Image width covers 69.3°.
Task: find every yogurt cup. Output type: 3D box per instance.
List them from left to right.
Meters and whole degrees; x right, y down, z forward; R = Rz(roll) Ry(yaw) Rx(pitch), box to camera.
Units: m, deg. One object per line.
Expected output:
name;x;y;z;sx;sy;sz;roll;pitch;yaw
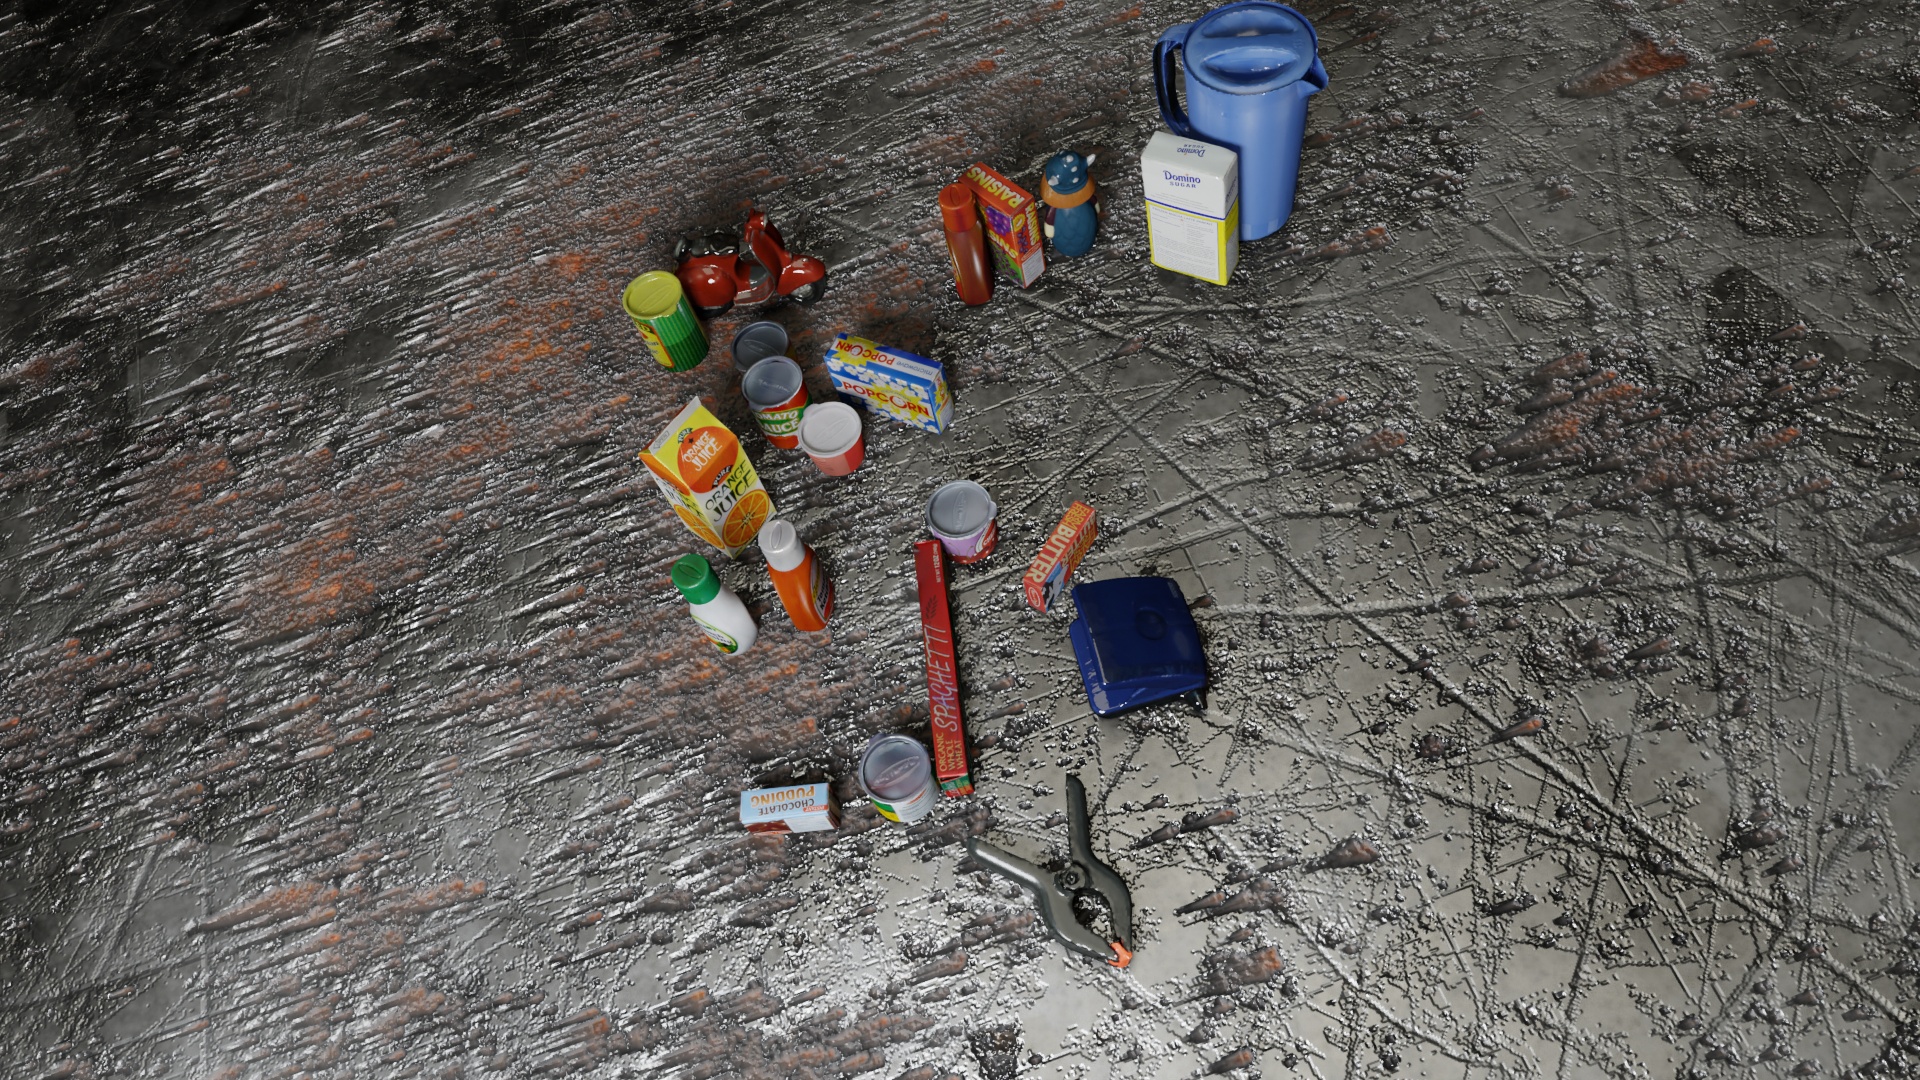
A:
yogurt cup;-0.133;-0.104;1.465;0.072;0.053;0.073;-4;61;7

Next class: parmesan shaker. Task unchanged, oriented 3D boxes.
parmesan shaker;-0.325;-0.240;1.546;0.071;0.102;0.071;-4;61;8

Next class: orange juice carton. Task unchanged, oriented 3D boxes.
orange juice carton;-0.255;-0.067;1.385;0.073;0.192;0.072;31;71;24

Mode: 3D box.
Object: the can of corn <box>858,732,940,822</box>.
can of corn;-0.056;0.216;1.270;0.071;0.058;0.071;-4;61;7

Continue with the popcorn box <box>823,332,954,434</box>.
popcorn box;-0.074;-0.166;1.472;0.127;0.085;0.038;19;66;19

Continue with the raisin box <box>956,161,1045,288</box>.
raisin box;0.045;-0.346;1.531;0.040;0.123;0.086;-42;63;-14

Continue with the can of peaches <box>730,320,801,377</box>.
can of peaches;-0.215;-0.197;1.529;0.071;0.057;0.071;-4;61;7

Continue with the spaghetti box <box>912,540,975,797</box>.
spaghetti box;-0.017;0.119;1.323;0.029;0.050;0.251;-10;60;4

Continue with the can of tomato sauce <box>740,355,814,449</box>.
can of tomato sauce;-0.191;-0.144;1.481;0.071;0.082;0.071;-4;61;8

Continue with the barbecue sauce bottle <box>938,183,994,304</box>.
barbecue sauce bottle;0.006;-0.325;1.511;0.044;0.148;0.065;-11;60;4

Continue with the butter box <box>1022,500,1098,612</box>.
butter box;0.099;0.015;1.359;0.024;0.053;0.104;27;69;22

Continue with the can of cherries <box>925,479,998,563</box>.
can of cherries;0.005;-0.017;1.390;0.071;0.058;0.072;-4;61;7

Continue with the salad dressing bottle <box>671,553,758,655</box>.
salad dressing bottle;-0.237;0.062;1.336;0.064;0.147;0.044;27;69;22

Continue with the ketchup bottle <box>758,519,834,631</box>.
ketchup bottle;-0.159;0.031;1.339;0.043;0.148;0.065;-1;61;10

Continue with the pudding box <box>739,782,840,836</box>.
pudding box;-0.156;0.247;1.274;0.084;0.049;0.030;-7;60;6
